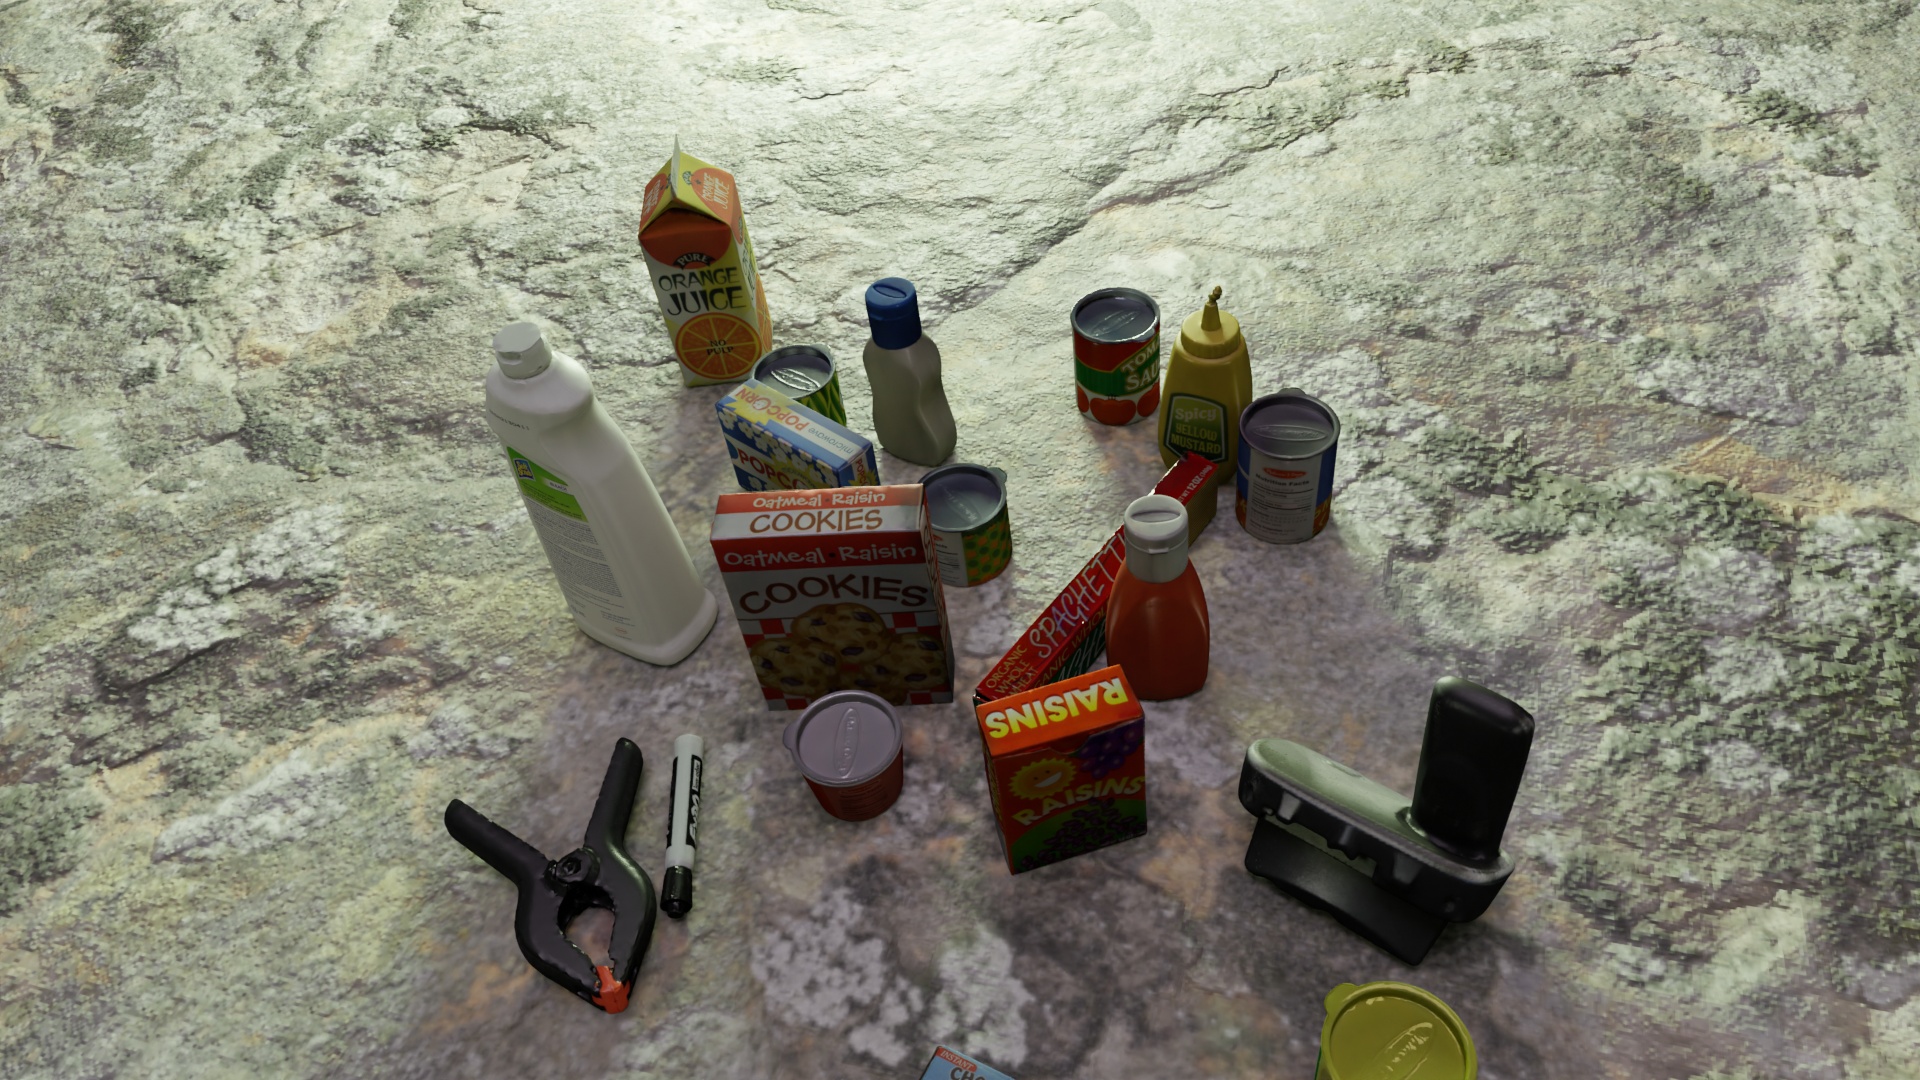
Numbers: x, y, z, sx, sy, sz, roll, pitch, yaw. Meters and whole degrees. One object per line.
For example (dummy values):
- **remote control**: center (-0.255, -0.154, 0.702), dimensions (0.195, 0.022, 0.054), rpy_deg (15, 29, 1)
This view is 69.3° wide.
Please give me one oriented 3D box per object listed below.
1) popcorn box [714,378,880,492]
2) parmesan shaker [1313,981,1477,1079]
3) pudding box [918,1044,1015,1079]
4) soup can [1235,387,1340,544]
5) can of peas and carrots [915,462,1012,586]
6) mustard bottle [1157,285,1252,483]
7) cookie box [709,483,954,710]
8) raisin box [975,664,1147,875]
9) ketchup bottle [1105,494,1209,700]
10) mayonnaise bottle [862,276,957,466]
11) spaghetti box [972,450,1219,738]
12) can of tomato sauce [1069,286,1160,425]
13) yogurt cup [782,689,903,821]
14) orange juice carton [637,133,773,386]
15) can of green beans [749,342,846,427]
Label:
- **popcorn box**: center (-0.113, -0.054, 1.000), dimensions (0.127, 0.084, 0.038), rpy_deg (29, 57, 30)
- **parmesan shaker**: center (0.197, 0.258, 0.650), dimensions (0.071, 0.102, 0.072), rpy_deg (-4, 47, 4)
- **pudding box**: center (0.022, 0.287, 0.685), dimensions (0.084, 0.049, 0.030), rpy_deg (18, 52, 23)
- **soup can**: center (0.223, -0.051, 0.950), dimensions (0.071, 0.083, 0.072), rpy_deg (-4, 47, 4)
- **can of peas and carrots**: center (0.003, -0.012, 0.962), dimensions (0.071, 0.058, 0.071), rpy_deg (-4, 47, 4)
- **mustard bottle**: center (0.170, -0.110, 0.961), dimensions (0.065, 0.159, 0.049), rpy_deg (14, 51, 20)
- **cookie box**: center (-0.073, 0.038, 0.851), dimensions (0.123, 0.166, 0.040), rpy_deg (-3, 47, 5)
- **raisin box**: center (0.058, 0.130, 0.776), dimensions (0.086, 0.122, 0.040), rpy_deg (-15, 47, -6)
- **ketchup bottle**: center (0.119, 0.037, 0.838), dimensions (0.065, 0.148, 0.044), rpy_deg (-4, 47, 5)
- **mayonnaise bottle**: center (-0.040, -0.122, 1.010), dimensions (0.065, 0.147, 0.041), rpy_deg (23, 54, 26)
- **spaghetti box**: center (0.094, 0.036, 0.910), dimensions (0.029, 0.050, 0.251), rpy_deg (26, 55, 28)
- **can of tomato sauce**: center (0.119, -0.137, 1.047), dimensions (0.071, 0.082, 0.071), rpy_deg (-4, 47, 4)
- **yogurt cup**: center (-0.065, 0.133, 0.839), dimensions (0.072, 0.053, 0.073), rpy_deg (-4, 47, 4)
- **orange juice carton**: center (-0.202, -0.218, 1.093), dimensions (0.073, 0.191, 0.072), rpy_deg (-7, 47, 2)
- **can of green beans**: center (-0.124, -0.109, 1.071), dimensions (0.071, 0.057, 0.071), rpy_deg (-4, 47, 4)
